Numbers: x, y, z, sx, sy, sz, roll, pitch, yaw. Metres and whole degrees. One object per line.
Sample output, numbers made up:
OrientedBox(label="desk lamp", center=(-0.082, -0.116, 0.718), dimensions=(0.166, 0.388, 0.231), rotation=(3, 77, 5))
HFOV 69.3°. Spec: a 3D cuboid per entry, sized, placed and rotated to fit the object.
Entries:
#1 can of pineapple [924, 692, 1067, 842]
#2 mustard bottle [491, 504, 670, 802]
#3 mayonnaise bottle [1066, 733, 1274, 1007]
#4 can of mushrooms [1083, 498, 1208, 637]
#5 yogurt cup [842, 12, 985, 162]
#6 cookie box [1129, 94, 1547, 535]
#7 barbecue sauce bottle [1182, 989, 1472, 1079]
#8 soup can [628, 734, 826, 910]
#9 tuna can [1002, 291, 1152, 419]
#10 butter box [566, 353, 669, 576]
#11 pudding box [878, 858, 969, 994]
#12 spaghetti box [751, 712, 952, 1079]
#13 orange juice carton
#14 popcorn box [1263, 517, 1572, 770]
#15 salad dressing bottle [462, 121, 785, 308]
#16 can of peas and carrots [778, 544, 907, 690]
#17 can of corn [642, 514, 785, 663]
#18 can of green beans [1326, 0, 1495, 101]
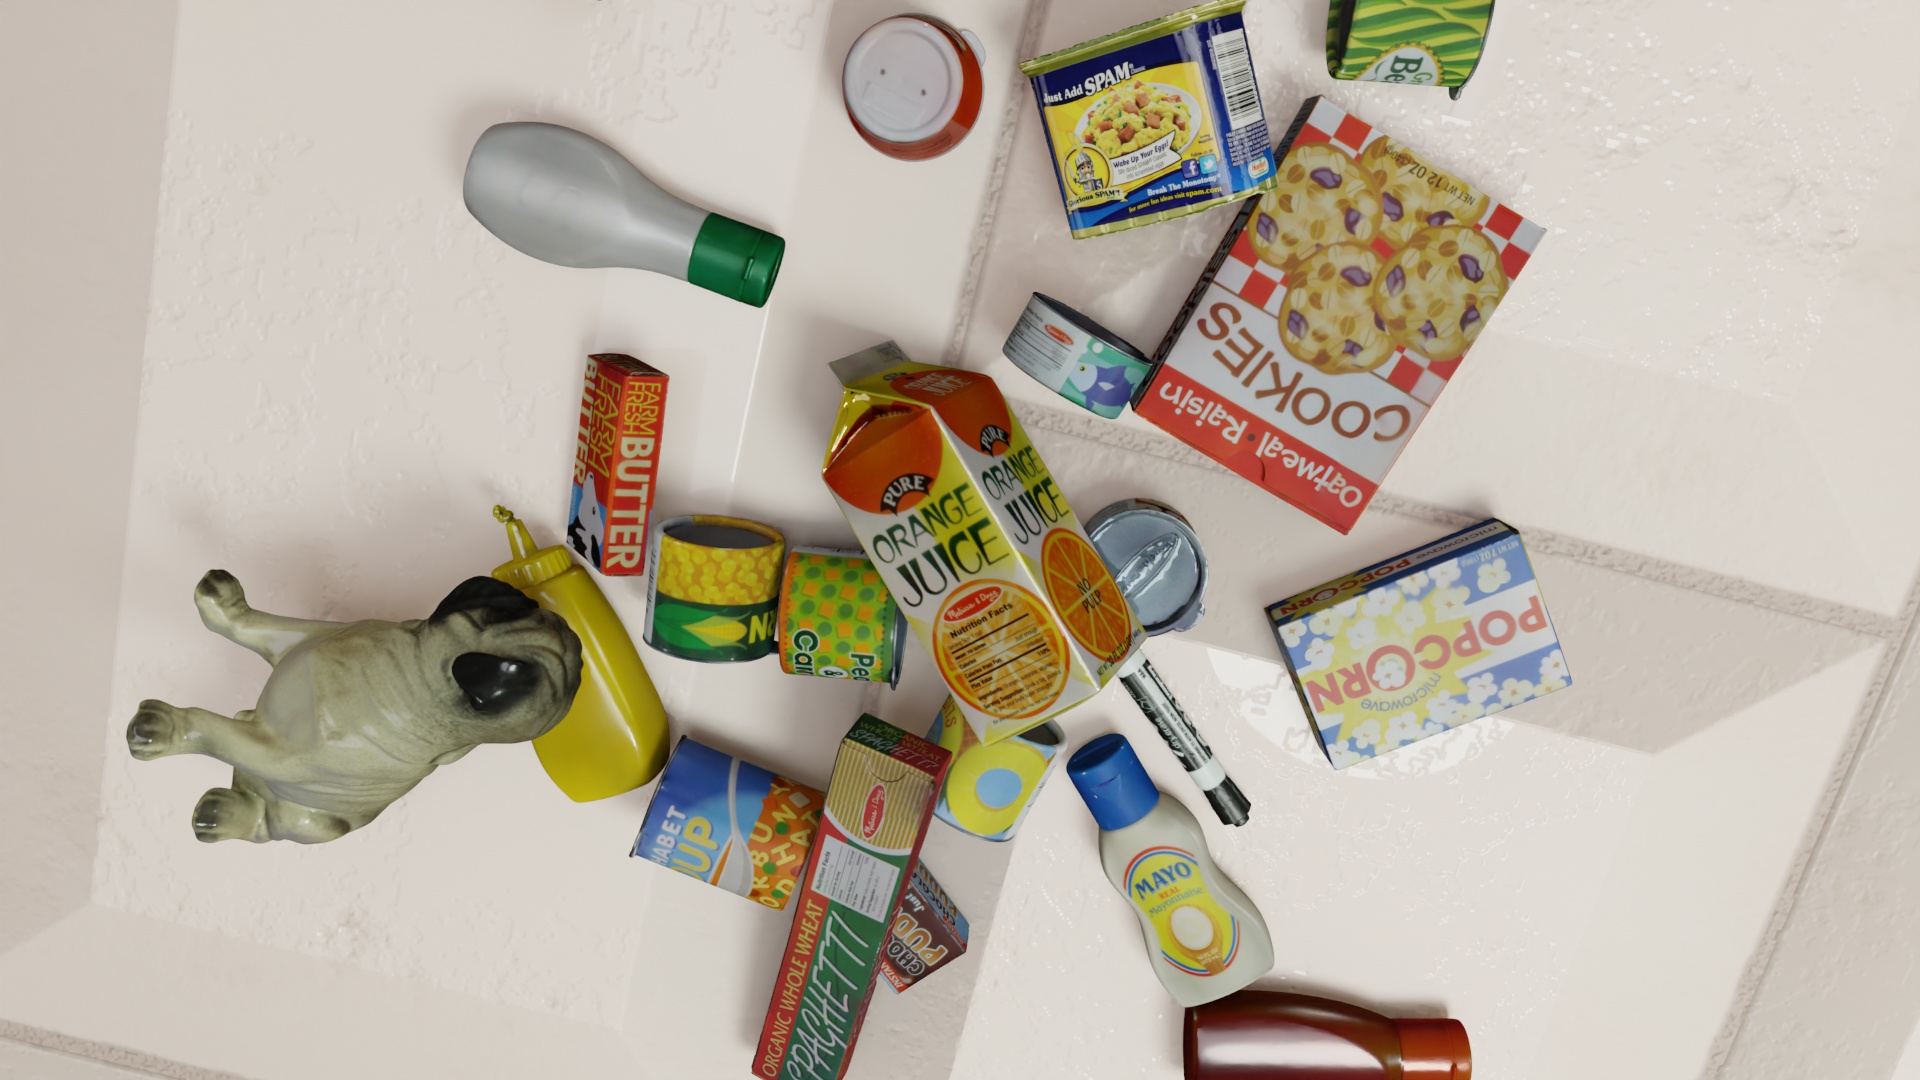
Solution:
OrientedBox(label="can of pineapple", center=(0.012, 0.110, 0.709), dimensions=(0.071, 0.071, 0.057), rotation=(28, 103, -4))
OrientedBox(label="mustard bottle", center=(-0.203, 0.054, 0.715), dimensions=(0.065, 0.049, 0.160), rotation=(-16, 102, 13))
OrientedBox(label="mayonnaise bottle", center=(0.106, 0.172, 0.732), dimensions=(0.064, 0.041, 0.148), rotation=(-29, 101, 11))
OrientedBox(label="can of mushrooms", center=(0.092, 0.015, 0.699), dimensions=(0.071, 0.033, 0.071), rotation=(1, 103, 2))
OrientedBox(label="yogurt cup", center=(-0.024, -0.210, 0.640), dimensions=(0.072, 0.054, 0.072), rotation=(1, 104, 3))
OrientedBox(label="cookie box", center=(0.175, -0.105, 0.662), dimensions=(0.123, 0.040, 0.167), rotation=(29, 103, -4))
OrientedBox(label="barbecue sauce bottle", center=(0.197, 0.278, 0.753), dimensions=(0.148, 0.044, 0.064), rotation=(0, 104, 2))
OrientedBox(label="soup can", center=(-0.120, 0.150, 0.723), dimensions=(0.084, 0.071, 0.071), rotation=(22, 104, -3))
OrientedBox(label="tuna can", center=(0.057, -0.087, 0.661), dimensions=(0.071, 0.071, 0.032), rotation=(30, 105, -5))
OrientedBox(label="butter box", center=(-0.171, -0.038, 0.689), dimensions=(0.024, 0.053, 0.103), rotation=(0, 108, -36))
OrientedBox(label="pudding box", center=(-0.039, 0.196, 0.751), dimensions=(0.049, 0.030, 0.083), rotation=(-33, 100, 11))
OrientedBox(label="spaghetti box", center=(-0.061, 0.198, 0.716), dimensions=(0.050, 0.029, 0.248), rotation=(23, 120, 11))
OrientedBox(label="orange juice carton", center=(0.002, -0.008, 0.660), dimensions=(0.073, 0.072, 0.192), rotation=(-30, 91, 30))
OrientedBox(label="popcorn box", center=(0.229, 0.052, 0.699), dimensions=(0.126, 0.038, 0.085), rotation=(-22, 102, 8))
OrientedBox(label="salad dressing bottle", center=(-0.159, -0.153, 0.666), dimensions=(0.148, 0.044, 0.064), rotation=(20, 102, -3))
OrientedBox(label="can of peas and carrots", center=(-0.057, 0.039, 0.694), dimensions=(0.059, 0.071, 0.070), rotation=(5, 104, 2))
OrientedBox(label="can of corn", center=(-0.120, 0.023, 0.695), dimensions=(0.071, 0.071, 0.058), rotation=(9, 104, 1))
OrientedBox(label="can of green beans", center=(0.198, -0.236, 0.616), dimensions=(0.058, 0.071, 0.071), rotation=(4, 104, 2))
